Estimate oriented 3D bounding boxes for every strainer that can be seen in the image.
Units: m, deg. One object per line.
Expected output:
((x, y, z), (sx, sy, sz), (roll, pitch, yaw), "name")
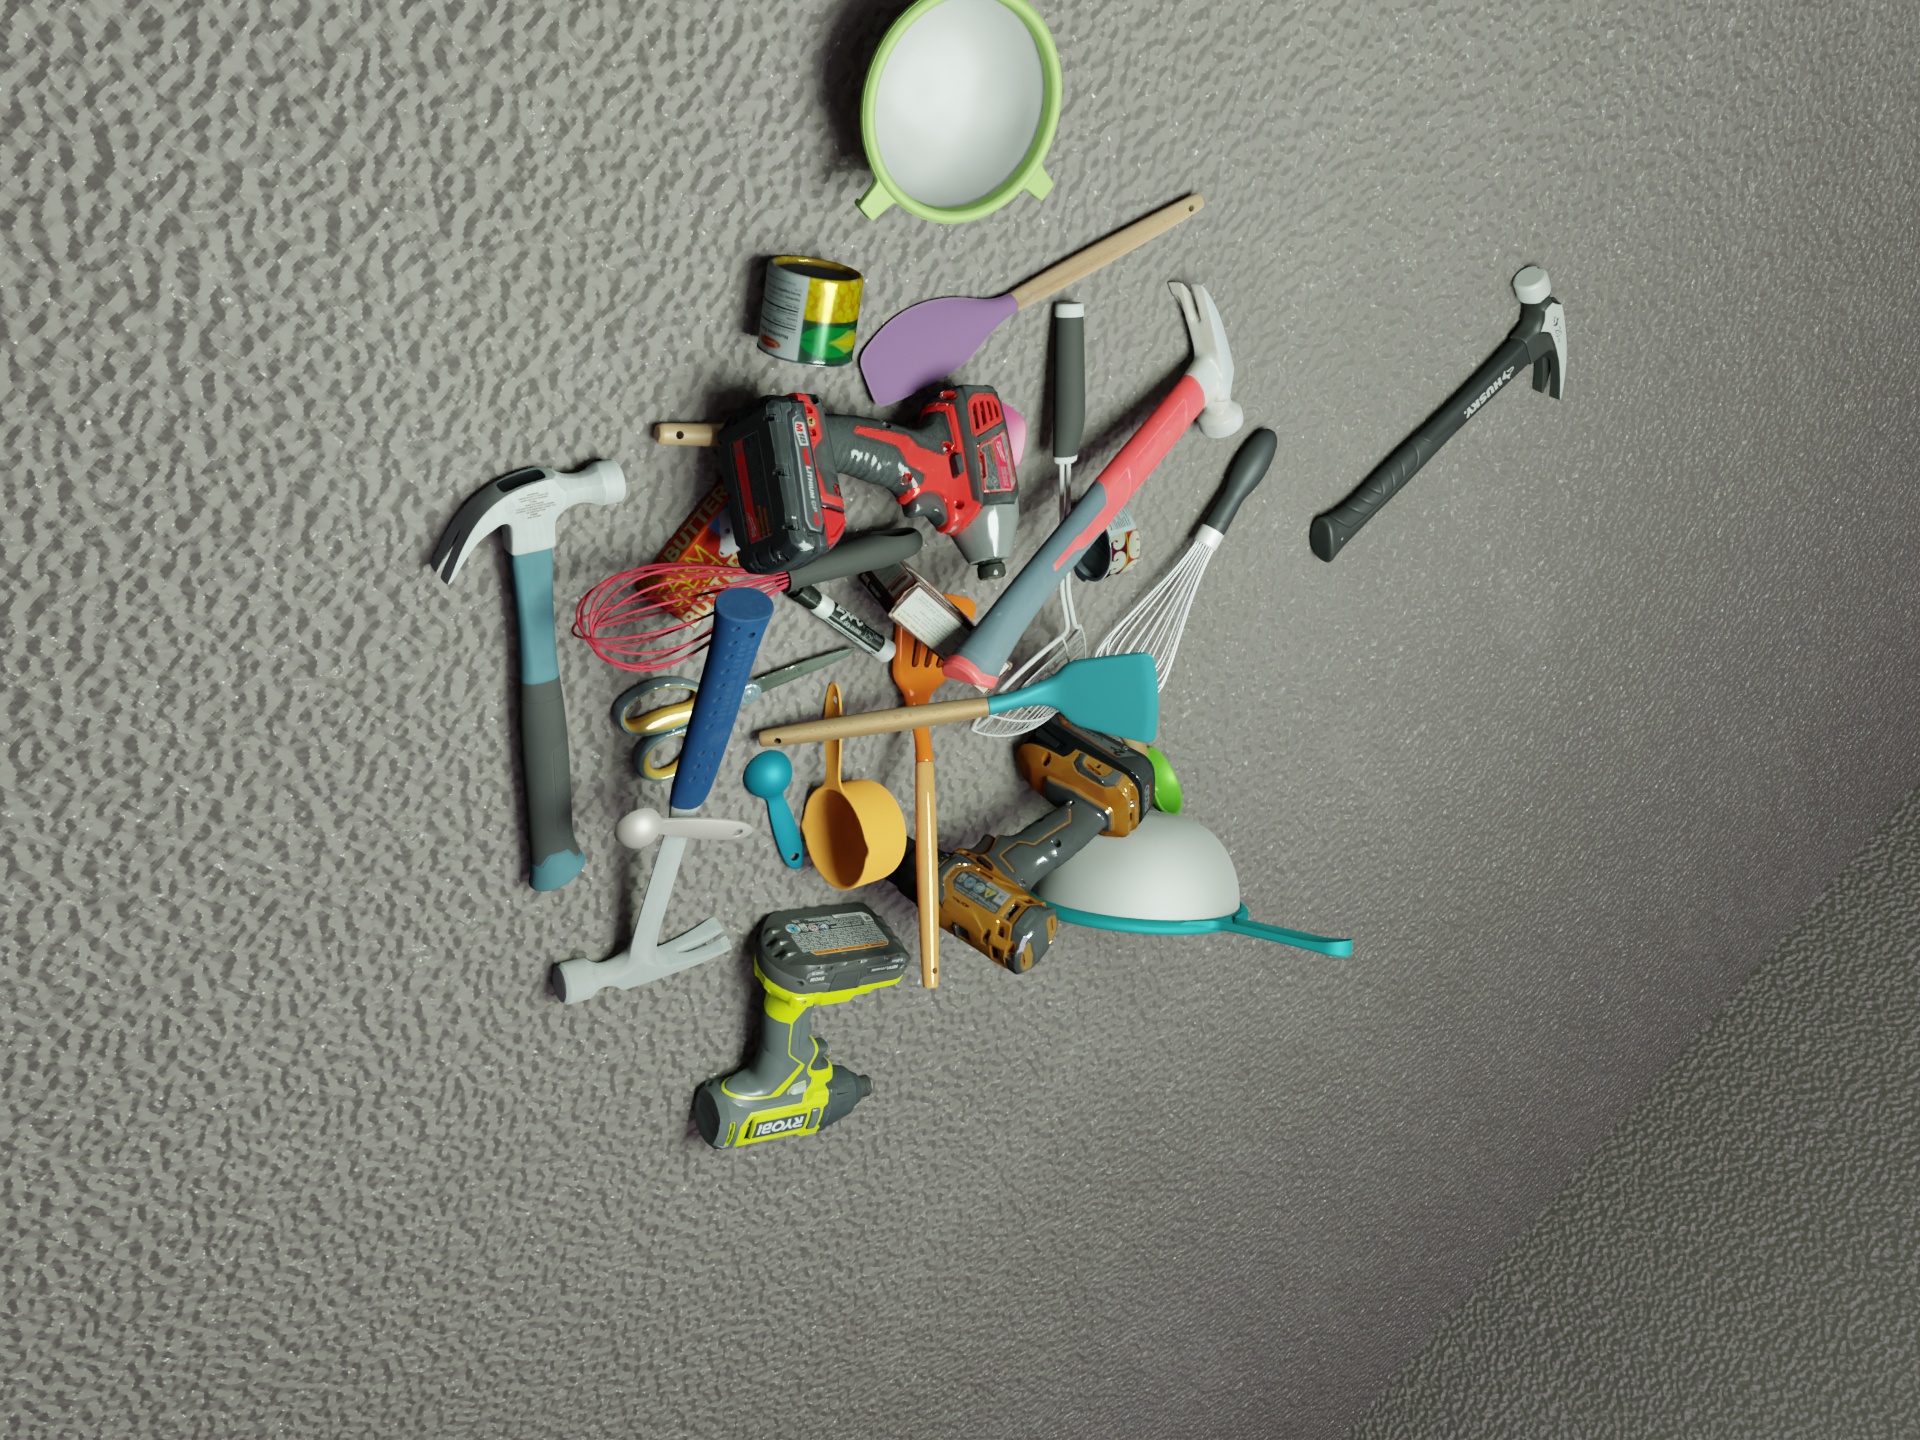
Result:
((0.208, 0.137, 1.438), (0.211, 0.340, 0.095), (-2, 97, -42), "strainer")
((-0.010, -0.457, 1.024), (0.151, 0.069, 0.256), (-16, 126, -27), "strainer")

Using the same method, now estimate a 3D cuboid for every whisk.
((-0.142, -0.097, 1.136), (0.296, 0.073, 0.073), (-21, 130, -36), "whisk")
((0.207, -0.135, 1.424), (0.070, 0.070, 0.284), (27, 95, -45), "whisk")

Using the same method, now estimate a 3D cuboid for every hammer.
((-0.294, -0.019, 1.121), (0.128, 0.033, 0.330), (-16, 127, -31), "hammer")
((0.465, -0.276, 1.544), (0.335, 0.035, 0.146), (-44, 135, -5), "hammer")
((0.102, -0.177, 1.240), (0.386, 0.038, 0.143), (-51, 137, -26), "hammer")
((-0.201, 0.066, 1.179), (0.144, 0.035, 0.405), (-11, 140, -35), "hammer")

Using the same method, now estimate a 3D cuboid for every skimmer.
((0.057, -0.157, 1.300), (0.127, 0.090, 0.363), (-34, 130, -55), "skimmer")

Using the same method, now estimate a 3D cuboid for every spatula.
((-0.002, -0.004, 1.265), (0.317, 0.044, 0.082), (-9, 120, -7), "spatula")
((-0.024, 0.058, 1.309), (0.081, 0.041, 0.323), (2, 85, -39), "spatula")
((0.059, -0.329, 1.201), (0.316, 0.018, 0.059), (-32, 123, -17), "spatula")

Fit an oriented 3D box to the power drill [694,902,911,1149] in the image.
((-0.132, 0.277, 1.422), (0.171, 0.080, 0.223), (-2, 123, -36), "power drill")

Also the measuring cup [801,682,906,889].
((-0.085, 0.051, 1.313), (0.052, 0.095, 0.173), (-10, 106, -39), "measuring cup")

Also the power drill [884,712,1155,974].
((0.042, 0.095, 1.390), (0.226, 0.185, 0.084), (-47, 150, -28), "power drill")

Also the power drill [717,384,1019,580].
((-0.052, -0.164, 1.127), (0.219, 0.078, 0.143), (-9, 88, -37), "power drill")

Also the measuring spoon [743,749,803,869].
((-0.145, 0.080, 1.312), (0.042, 0.021, 0.128), (-29, 131, -20), "measuring spoon")

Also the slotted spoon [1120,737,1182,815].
((0.156, 0.017, 1.440), (0.031, 0.070, 0.313), (-14, 154, 13), "slotted spoon")

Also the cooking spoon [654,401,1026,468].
((-0.078, -0.208, 1.175), (0.318, 0.017, 0.068), (-6, 113, -36), "cooking spoon")

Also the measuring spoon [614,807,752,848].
((-0.196, 0.083, 1.154), (0.124, 0.018, 0.034), (7, 128, -49), "measuring spoon")
